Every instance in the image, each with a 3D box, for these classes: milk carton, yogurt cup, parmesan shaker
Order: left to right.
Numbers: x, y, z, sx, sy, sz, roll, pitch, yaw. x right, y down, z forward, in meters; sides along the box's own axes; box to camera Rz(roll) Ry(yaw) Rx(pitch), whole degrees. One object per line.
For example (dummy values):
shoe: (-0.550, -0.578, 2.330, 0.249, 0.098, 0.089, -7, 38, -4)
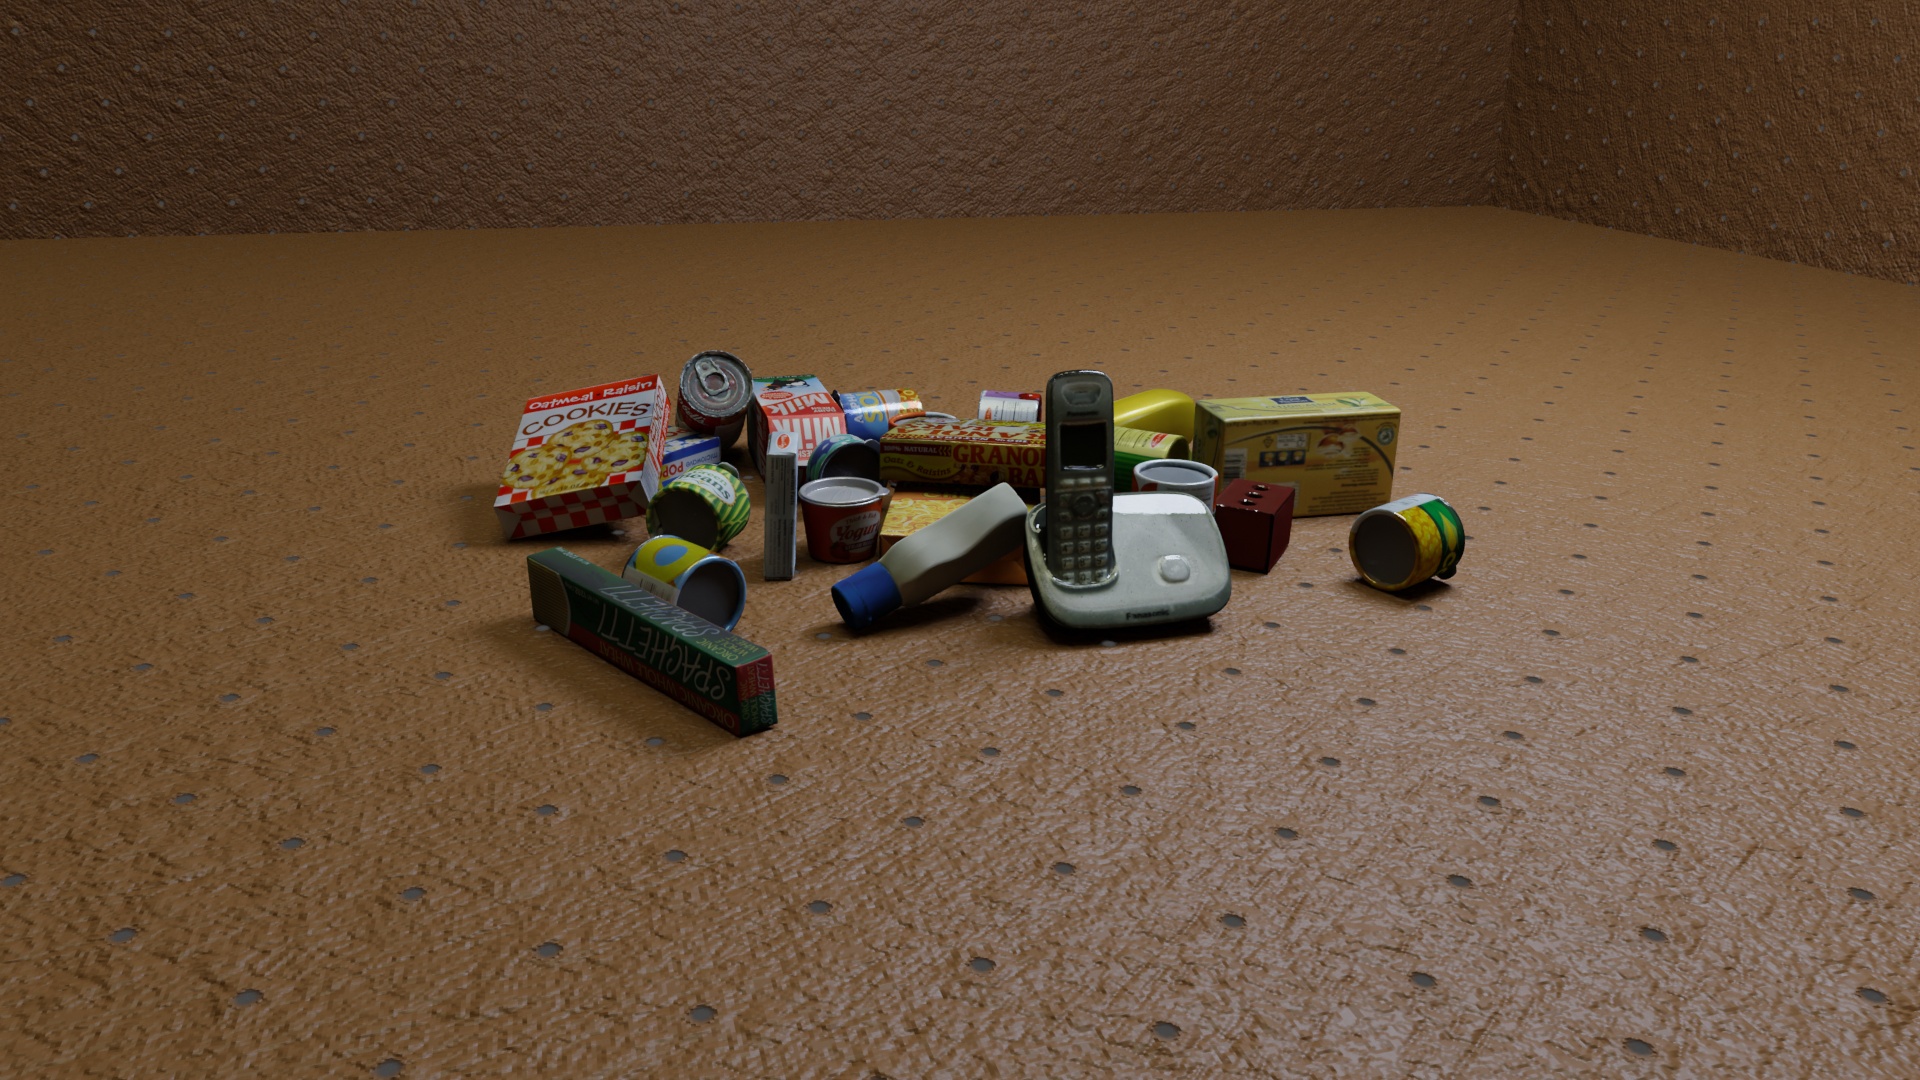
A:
milk carton: (-0.154, -0.098, 1.306, 0.072, 0.073, 0.191, -4, 21, -15)
yogurt cup: (-0.095, -0.016, 1.112, 0.072, 0.053, 0.072, 1, 20, 0)
parmesan shaker: (0.148, -0.070, 1.250, 0.103, 0.071, 0.071, 12, 23, 29)

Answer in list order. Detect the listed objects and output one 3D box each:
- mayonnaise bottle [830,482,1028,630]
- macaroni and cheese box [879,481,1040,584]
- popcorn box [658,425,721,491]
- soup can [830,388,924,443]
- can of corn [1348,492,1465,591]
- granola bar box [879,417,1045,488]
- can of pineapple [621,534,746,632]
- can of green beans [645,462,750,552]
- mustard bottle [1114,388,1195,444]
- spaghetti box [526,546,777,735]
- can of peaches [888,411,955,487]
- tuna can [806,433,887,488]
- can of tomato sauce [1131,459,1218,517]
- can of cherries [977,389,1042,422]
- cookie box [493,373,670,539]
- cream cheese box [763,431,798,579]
mayonnaise bottle: (-0.021, 0.014, 0.994, 0.148, 0.064, 0.041, -29, 66, -20)
macaroni and cheese box: (0.004, -0.014, 1.130, 0.124, 0.040, 0.167, 3, 20, 2)
popcorn box: (-0.294, -0.072, 1.278, 0.085, 0.038, 0.127, 15, 24, 31)
soup can: (-0.084, -0.116, 1.360, 0.084, 0.071, 0.071, -8, 22, -24)
can of corn: (0.342, 0.004, 1.064, 0.058, 0.071, 0.071, -15, 25, -36)
granola bar box: (0.027, -0.076, 1.179, 0.165, 0.039, 0.124, 4, 14, 12)
can of pineapple: (-0.188, 0.034, 0.953, 0.058, 0.070, 0.071, 19, 26, 38)
can of green beans: (-0.208, -0.021, 1.104, 0.071, 0.071, 0.058, 5, 21, 13)
mustard bottle: (0.155, -0.106, 1.357, 0.161, 0.065, 0.049, -14, 29, -27)
spaghetti box: (-0.207, 0.060, 0.905, 0.029, 0.050, 0.250, -20, 29, -41)
can of peaches: (-0.036, -0.084, 1.295, 0.071, 0.057, 0.071, 1, 20, 0)
tuna can: (-0.097, -0.060, 1.208, 0.071, 0.070, 0.033, -9, 22, -25)
can of tomato sauce: (0.163, -0.015, 1.077, 0.071, 0.082, 0.071, 1, 20, 0)
can of cherries: (0.049, -0.114, 1.368, 0.058, 0.071, 0.072, 4, 20, 7)
cookie box: (-0.319, -0.074, 1.189, 0.123, 0.040, 0.168, -10, 38, 2)
cream cheese box: (-0.138, -0.027, 1.067, 0.024, 0.103, 0.053, 2, 20, -5)
